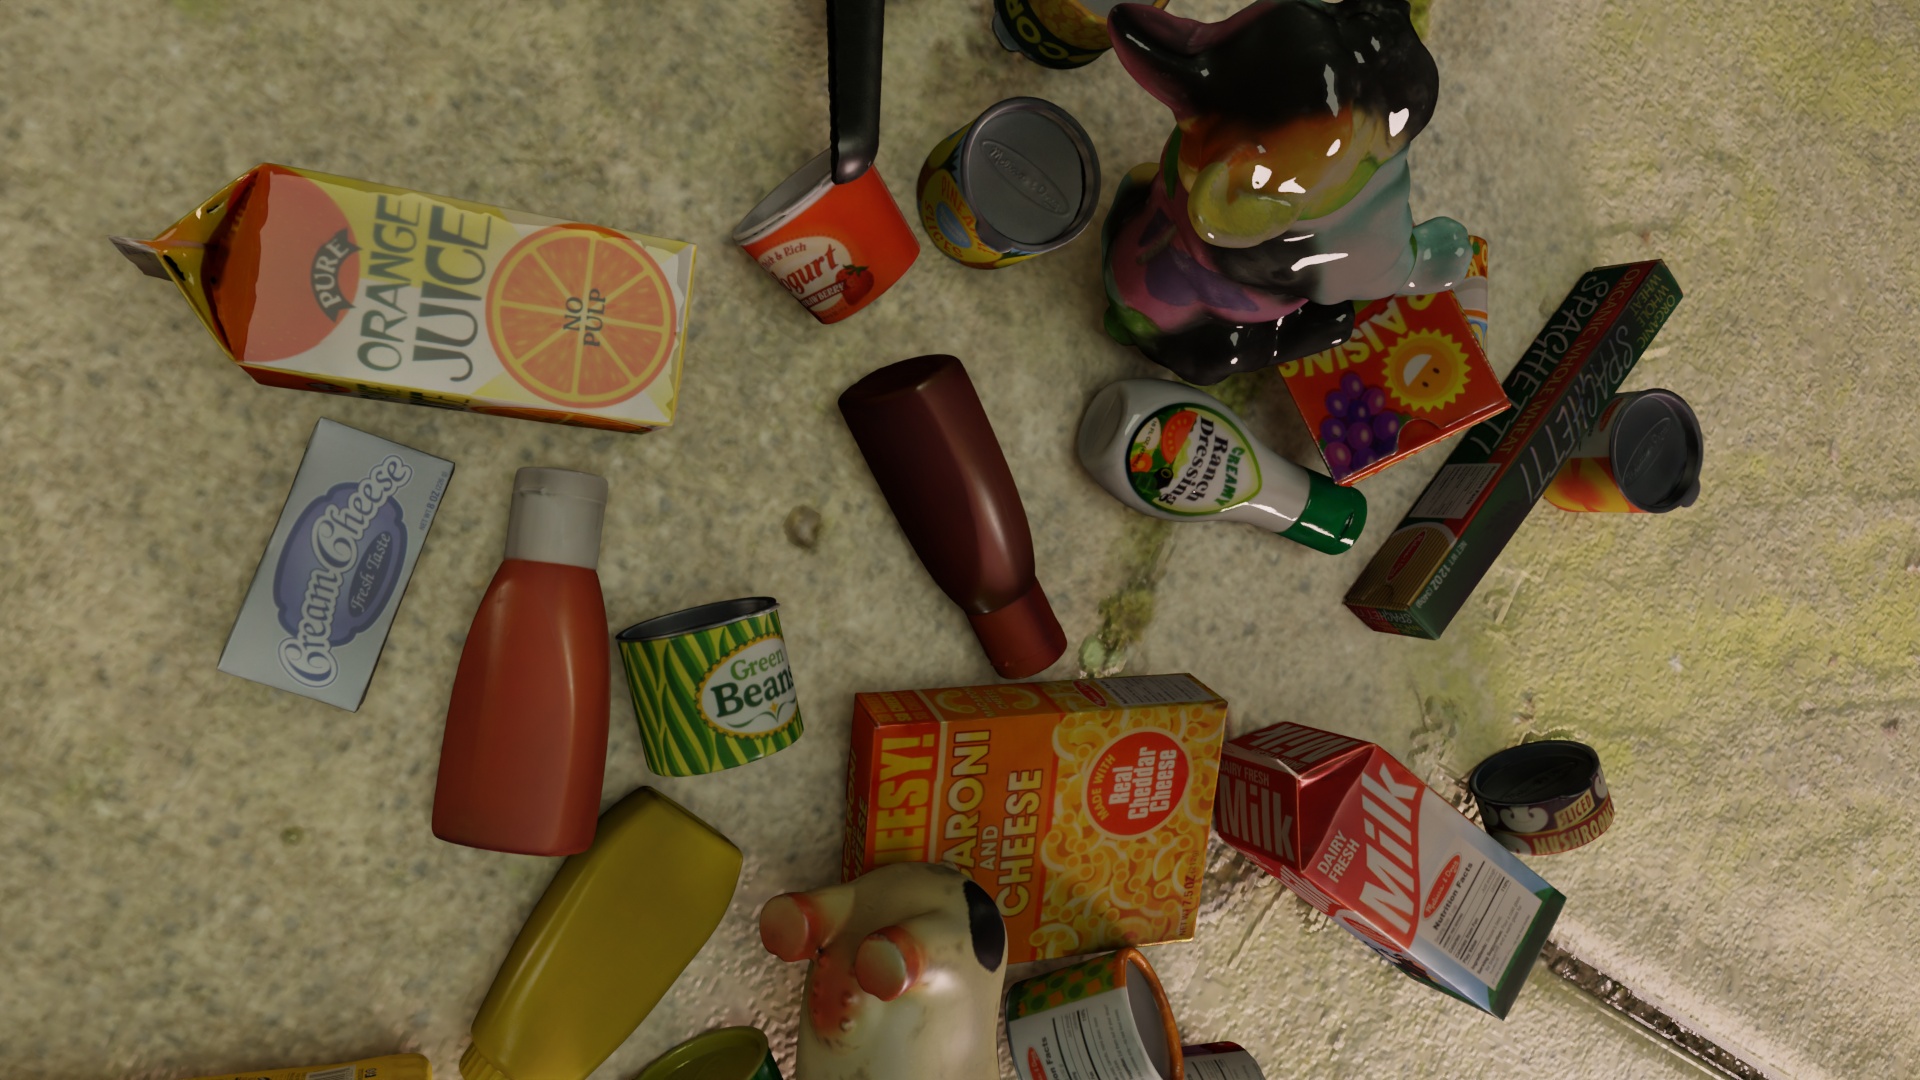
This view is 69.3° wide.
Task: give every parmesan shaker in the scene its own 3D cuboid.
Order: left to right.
[{"bbox_3d":[-0.094,0.267,0.579,0.071,0.071,0.103,-25,101,-19],"label":"parmesan shaker"}]

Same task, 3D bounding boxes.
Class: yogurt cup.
[{"bbox_3d":[-0.054,-0.129,0.587,0.072,0.072,0.054,-46,114,-14],"label":"yogurt cup"}]

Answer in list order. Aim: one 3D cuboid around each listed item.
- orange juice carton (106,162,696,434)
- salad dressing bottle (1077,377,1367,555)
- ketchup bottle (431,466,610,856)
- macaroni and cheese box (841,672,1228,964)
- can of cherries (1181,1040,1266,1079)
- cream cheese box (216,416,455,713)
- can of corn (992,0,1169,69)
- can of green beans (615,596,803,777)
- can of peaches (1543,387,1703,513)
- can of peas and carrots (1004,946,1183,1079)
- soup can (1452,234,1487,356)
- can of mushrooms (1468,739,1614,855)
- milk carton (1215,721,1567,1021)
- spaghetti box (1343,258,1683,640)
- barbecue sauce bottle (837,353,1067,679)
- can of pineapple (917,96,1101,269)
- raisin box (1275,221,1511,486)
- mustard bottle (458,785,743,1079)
[{"bbox_3d":[-0.204,-0.089,0.523,0.193,0.072,0.073,7,88,-22],"label":"orange juice carton"},{"bbox_3d":[0.129,-0.032,0.670,0.148,0.044,0.064,19,100,-23],"label":"salad dressing bottle"},{"bbox_3d":[-0.168,0.046,0.550,0.065,0.043,0.149,4,83,20],"label":"ketchup bottle"},{"bbox_3d":[0.031,0.127,0.625,0.167,0.040,0.123,-1,106,-21],"label":"macaroni and cheese box"},{"bbox_3d":[0.107,0.275,0.659,0.058,0.071,0.071,2,91,-23],"label":"can of cherries"},{"bbox_3d":[-0.240,0.009,0.536,0.053,0.024,0.104,21,83,-19],"label":"cream cheese box"},{"bbox_3d":[0.055,-0.254,0.629,0.071,0.058,0.071,0,91,-22],"label":"can of corn"},{"bbox_3d":[-0.102,0.059,0.569,0.071,0.071,0.057,-15,97,-21],"label":"can of green beans"},{"bbox_3d":[0.356,-0.046,0.753,0.071,0.058,0.071,-1,91,-22],"label":"can of peaches"},{"bbox_3d":[0.061,0.222,0.624,0.058,0.071,0.071,-24,102,17],"label":"can of peas and carrots"},{"bbox_3d":[0.232,-0.107,0.696,0.071,0.071,0.083,0,91,-22],"label":"soup can"},{"bbox_3d":[0.307,0.136,0.731,0.071,0.071,0.033,-25,102,-19],"label":"can of mushrooms"},{"bbox_3d":[0.201,0.152,0.689,0.190,0.072,0.073,38,78,-19],"label":"milk carton"},{"bbox_3d":[0.294,-0.051,0.733,0.028,0.050,0.251,45,76,-19],"label":"spaghetti box"},{"bbox_3d":[0.002,-0.008,0.614,0.044,0.065,0.148,-40,114,-34],"label":"barbecue sauce bottle"},{"bbox_3d":[0.019,-0.156,0.617,0.071,0.058,0.071,-1,91,-21],"label":"can of pineapple"},{"bbox_3d":[0.191,-0.098,0.656,0.086,0.040,0.123,-28,81,19],"label":"raisin box"},{"bbox_3d":[-0.156,0.178,0.560,0.065,0.049,0.160,40,78,-17],"label":"mustard bottle"}]
